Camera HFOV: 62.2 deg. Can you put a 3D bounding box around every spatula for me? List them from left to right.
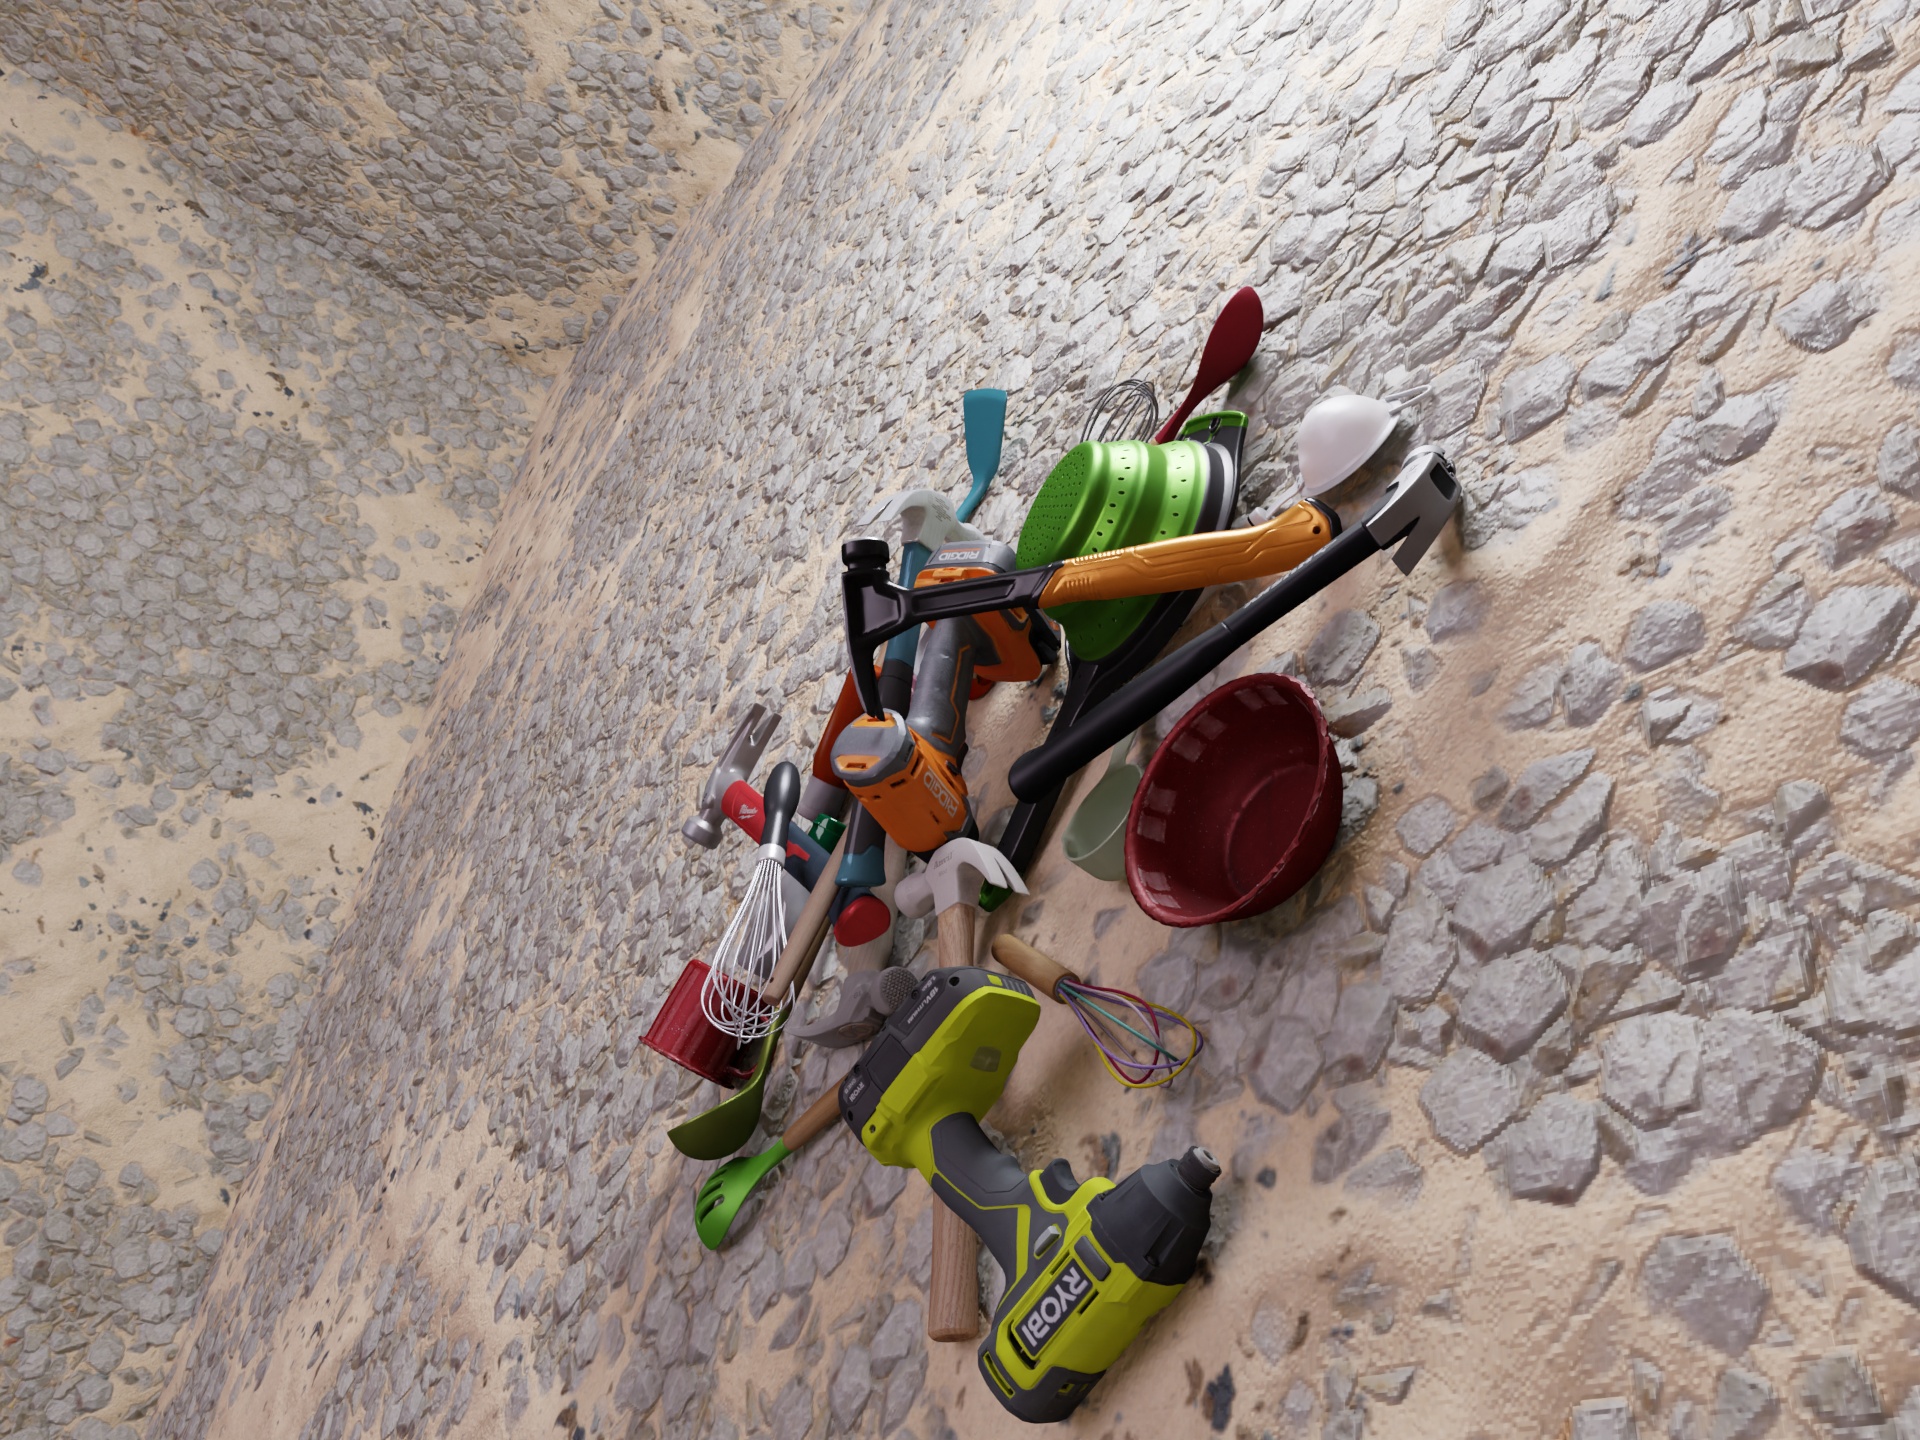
[{"bbox_3d":[-0.029,-0.159,1.483,0.082,0.044,0.317,19,82,59],"label":"spatula"}]

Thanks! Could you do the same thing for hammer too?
[{"bbox_3d":[-0.139,0.090,1.344,0.143,0.038,0.387,-61,28,-1],"label":"hammer"},{"bbox_3d":[-0.058,0.071,1.323,0.146,0.038,0.411,-32,39,46],"label":"hammer"},{"bbox_3d":[-0.049,-0.028,1.221,0.033,0.128,0.331,-5,65,35],"label":"hammer"},{"bbox_3d":[-0.002,0.229,1.039,0.130,0.031,0.332,-39,41,46],"label":"hammer"},{"bbox_3d":[0.083,-0.086,1.050,0.337,0.034,0.127,-9,78,16],"label":"hammer"},{"bbox_3d":[0.155,-0.044,0.969,0.334,0.035,0.146,-37,6,29],"label":"hammer"}]

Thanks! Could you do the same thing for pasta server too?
[{"bbox_3d":[-0.087,0.083,1.213,0.060,0.040,0.316,-28,27,43],"label":"pasta server"}]

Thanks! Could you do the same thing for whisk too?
[{"bbox_3d":[-0.151,0.133,1.231,0.070,0.070,0.285,-42,28,32],"label":"whisk"},{"bbox_3d":[0.090,-0.170,1.290,0.239,0.055,0.055,-60,27,11],"label":"whisk"},{"bbox_3d":[0.073,0.176,0.994,0.245,0.051,0.047,20,87,66],"label":"whisk"}]

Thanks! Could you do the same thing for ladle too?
[{"bbox_3d":[-0.147,0.209,1.306,0.320,0.062,0.078,-67,8,-24],"label":"ladle"},{"bbox_3d":[0.140,-0.195,1.237,0.031,0.069,0.315,46,114,22],"label":"ladle"}]

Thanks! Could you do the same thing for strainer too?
[{"bbox_3d":[0.207,-0.140,1.070,0.258,0.050,0.087,-49,14,29],"label":"strainer"}]

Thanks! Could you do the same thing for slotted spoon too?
[{"bbox_3d":[-0.114,0.305,1.208,0.313,0.031,0.070,-45,26,25],"label":"slotted spoon"}]

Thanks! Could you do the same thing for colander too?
[{"bbox_3d":[0.070,-0.058,1.137,0.397,0.094,0.204,-65,17,-1],"label":"colander"}]

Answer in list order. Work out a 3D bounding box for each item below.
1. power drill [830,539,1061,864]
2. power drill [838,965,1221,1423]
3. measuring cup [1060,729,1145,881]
[{"bbox_3d":[-0.002,-0.004,1.191,0.084,0.164,0.227,1,53,34],"label":"power drill"},{"bbox_3d":[0.038,0.250,0.900,0.171,0.080,0.223,-54,47,11],"label":"power drill"},{"bbox_3d":[0.117,0.040,1.065,0.083,0.038,0.168,-38,19,41],"label":"measuring cup"}]
